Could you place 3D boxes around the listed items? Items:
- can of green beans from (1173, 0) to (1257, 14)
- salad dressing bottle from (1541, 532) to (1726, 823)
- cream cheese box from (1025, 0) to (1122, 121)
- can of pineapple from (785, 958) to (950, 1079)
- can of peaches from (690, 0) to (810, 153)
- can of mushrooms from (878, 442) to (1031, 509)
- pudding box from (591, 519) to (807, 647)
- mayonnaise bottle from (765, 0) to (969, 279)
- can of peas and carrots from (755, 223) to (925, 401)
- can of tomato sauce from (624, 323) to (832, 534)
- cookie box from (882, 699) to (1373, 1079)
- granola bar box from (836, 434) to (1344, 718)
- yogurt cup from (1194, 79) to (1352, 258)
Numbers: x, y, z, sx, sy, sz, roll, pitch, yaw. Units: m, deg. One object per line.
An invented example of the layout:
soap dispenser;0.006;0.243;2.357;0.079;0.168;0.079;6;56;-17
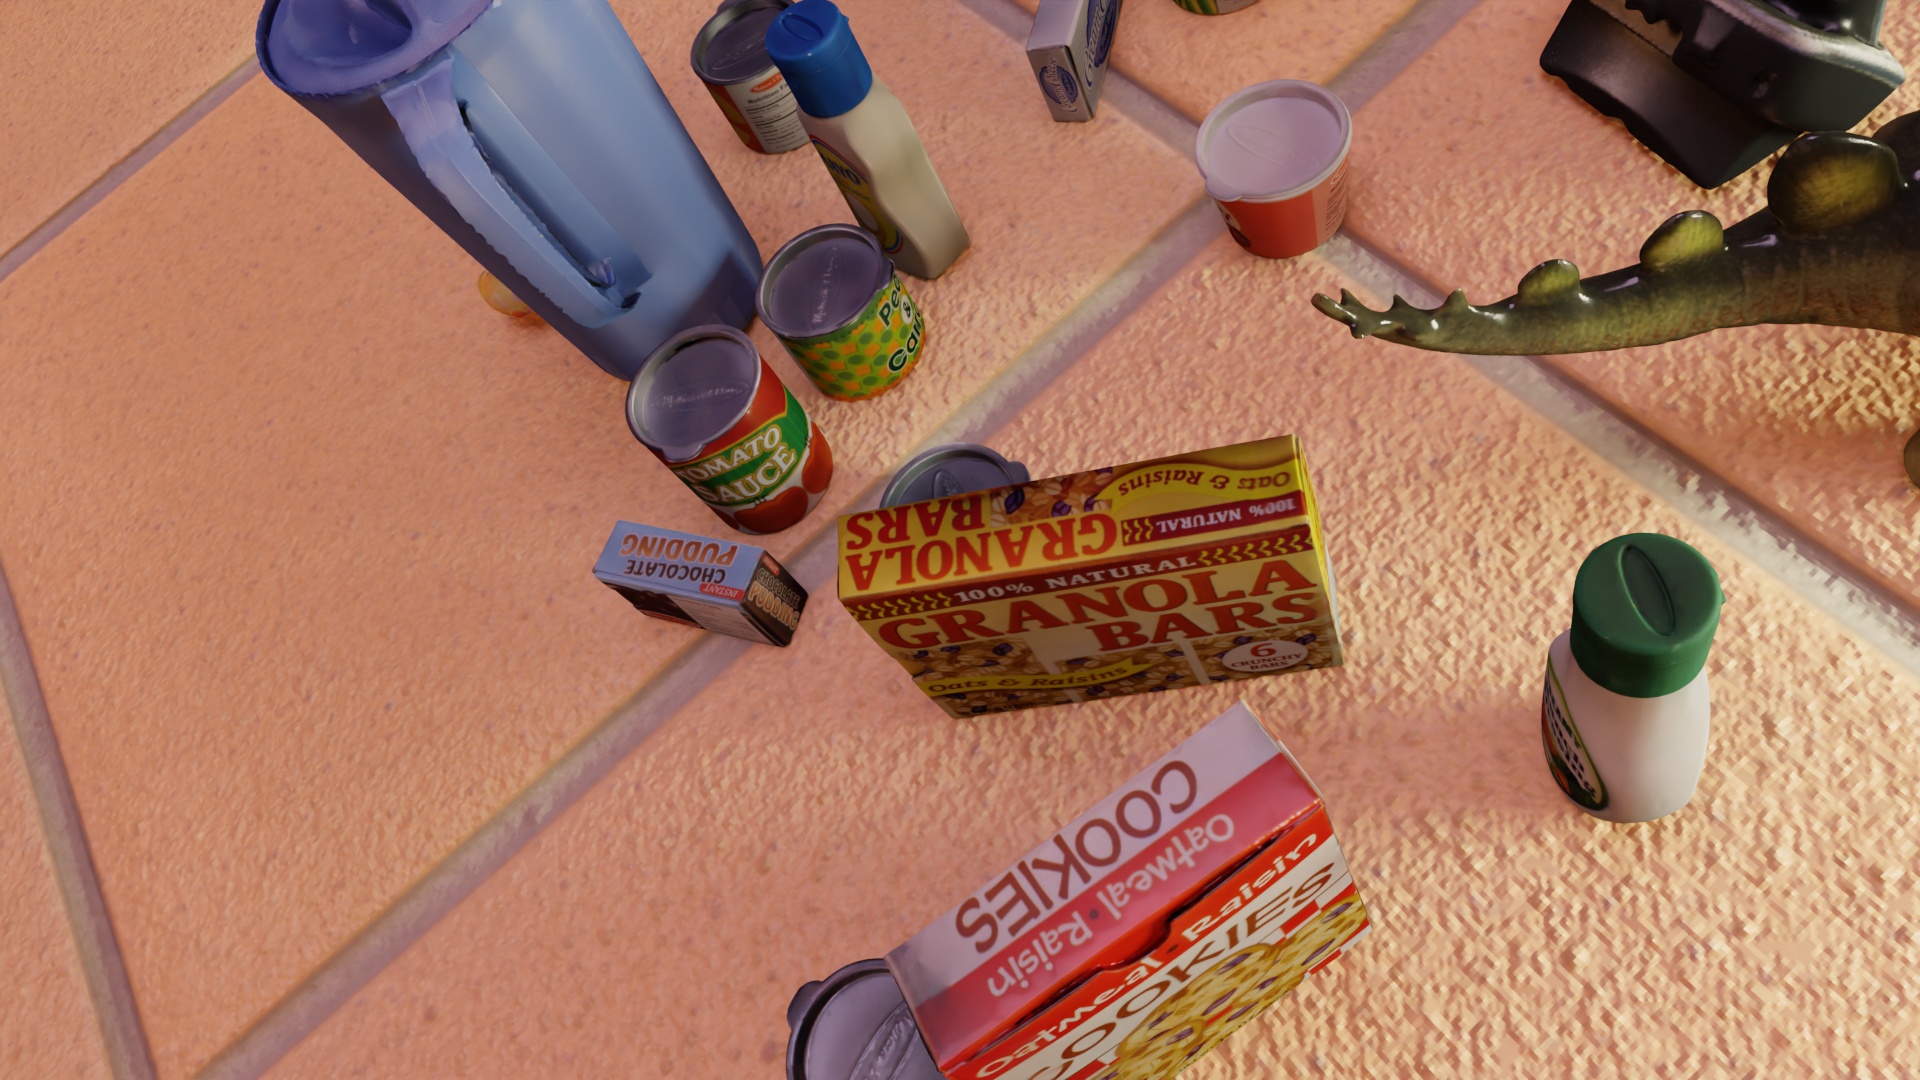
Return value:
can of green beans;0.132;-0.315;0.711;0.071;0.057;0.071;-9;60;16
salad dressing bottle;0.208;0.045;0.434;0.044;0.147;0.064;-16;59;13
cream cheese box;0.062;-0.274;0.718;0.024;0.053;0.104;4;65;23
can of pineapple;-0.022;0.187;0.498;0.071;0.057;0.071;-9;60;16
can of peaches;-0.108;-0.261;0.773;0.071;0.058;0.071;-9;60;16
can of mushrooms;0.002;-0.008;0.609;0.071;0.033;0.071;-9;60;16
pudding box;-0.118;0.020;0.631;0.084;0.049;0.030;10;67;25
mayonnaise bottle;-0.045;-0.187;0.656;0.041;0.147;0.065;-47;57;-7
can of peas and carrots;-0.054;-0.110;0.671;0.071;0.058;0.071;-9;60;16
can of tomato sauce;-0.104;-0.048;0.642;0.071;0.083;0.071;-9;61;17
cookie box;0.063;0.126;0.433;0.123;0.167;0.040;-36;57;0
granola bar box;0.053;0.020;0.520;0.165;0.124;0.039;-10;60;16
yogurt cup;0.144;-0.165;0.628;0.072;0.053;0.073;-9;60;16
